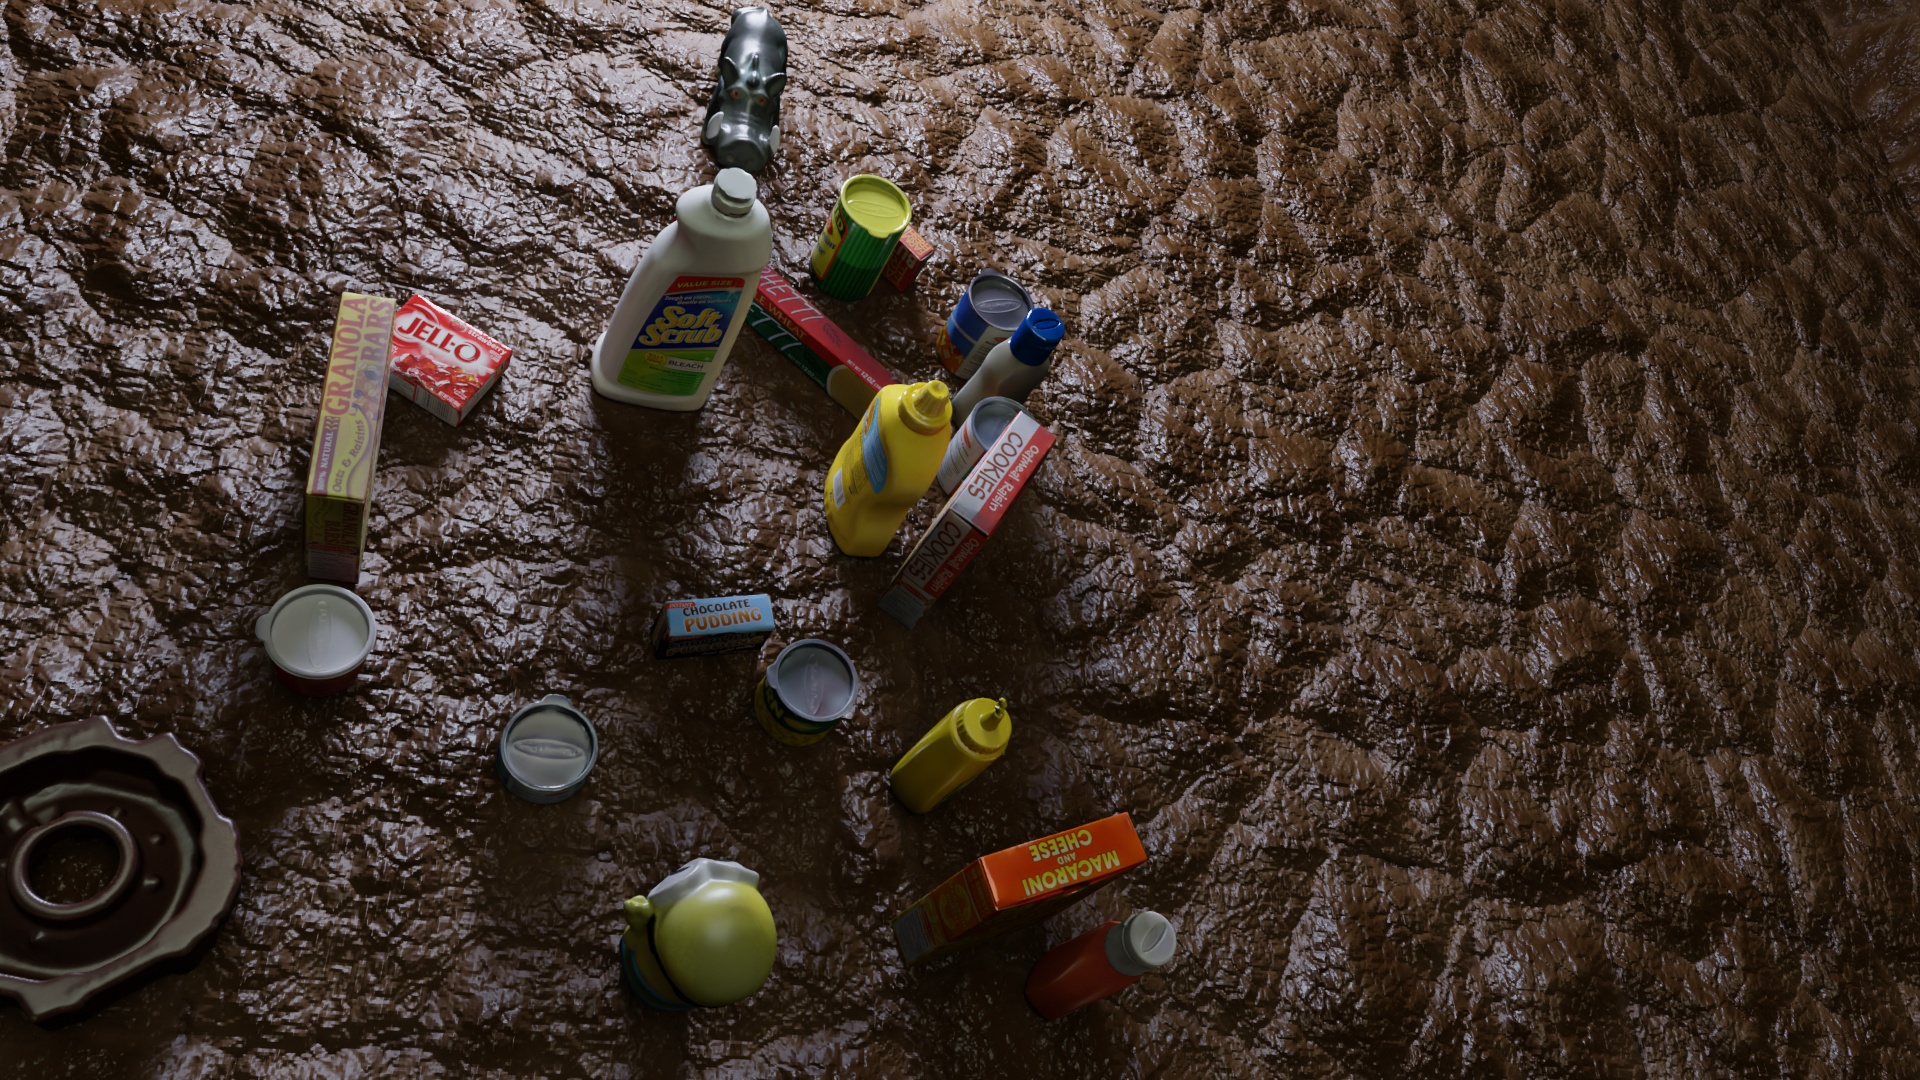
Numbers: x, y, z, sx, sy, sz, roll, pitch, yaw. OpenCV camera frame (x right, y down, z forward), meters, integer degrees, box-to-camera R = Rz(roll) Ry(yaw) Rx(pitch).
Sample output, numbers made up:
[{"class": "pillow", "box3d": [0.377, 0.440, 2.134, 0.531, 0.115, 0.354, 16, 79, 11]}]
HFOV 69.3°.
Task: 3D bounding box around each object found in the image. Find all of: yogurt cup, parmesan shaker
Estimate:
[{"class": "yogurt cup", "box3d": [-0.430, 0.071, 0.933, 0.072, 0.053, 0.073, 12, 58, -19]}, {"class": "parmesan shaker", "box3d": [-0.093, -0.271, 1.264, 0.071, 0.102, 0.071, 12, 58, -19]}]

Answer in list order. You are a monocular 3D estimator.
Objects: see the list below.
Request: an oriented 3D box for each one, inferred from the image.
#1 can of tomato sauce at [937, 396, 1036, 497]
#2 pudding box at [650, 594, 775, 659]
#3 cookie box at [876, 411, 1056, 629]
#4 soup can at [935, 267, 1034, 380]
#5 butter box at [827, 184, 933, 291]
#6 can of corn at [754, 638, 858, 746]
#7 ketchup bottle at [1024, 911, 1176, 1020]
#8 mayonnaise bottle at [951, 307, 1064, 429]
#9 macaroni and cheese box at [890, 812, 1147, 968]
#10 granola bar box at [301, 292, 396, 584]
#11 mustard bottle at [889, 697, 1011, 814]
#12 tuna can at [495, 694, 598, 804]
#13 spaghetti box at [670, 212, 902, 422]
[{"class": "can of tomato sauce", "box3d": [0.026, -0.076, 1.219, 0.071, 0.082, 0.071, 12, 58, -19]}, {"class": "pudding box", "box3d": [-0.188, 0.065, 1.055, 0.084, 0.049, 0.030, -3, 64, -27]}, {"class": "cookie box", "box3d": [0.004, -0.014, 1.120, 0.040, 0.166, 0.123, 36, 53, -3]}, {"class": "soup can", "box3d": [0.021, -0.200, 1.289, 0.071, 0.083, 0.071, 12, 58, -19]}, {"class": "butter box", "box3d": [-0.076, -0.289, 1.314, 0.103, 0.053, 0.024, 45, 53, 4]}, {"class": "can of corn", "box3d": [-0.120, 0.116, 1.052, 0.071, 0.058, 0.071, 12, 58, -19]}, {"class": "ketchup bottle", "box3d": [0.101, 0.301, 0.994, 0.043, 0.148, 0.065, 47, 53, 6]}, {"class": "mayonnaise bottle", "box3d": [0.045, -0.149, 1.230, 0.065, 0.147, 0.041, -15, 70, -31]}, {"class": "macaroni and cheese box", "box3d": [0.039, 0.250, 0.983, 0.124, 0.165, 0.040, -10, 67, -30]}, {"class": "granola bar box", "box3d": [-0.429, -0.071, 0.973, 0.039, 0.123, 0.166, 8, 59, -22]}, {"class": "mustard bottle", "box3d": [0.000, 0.153, 1.024, 0.065, 0.159, 0.049, -35, 81, -36]}, {"class": "tuna can", "box3d": [-0.289, 0.146, 0.970, 0.071, 0.032, 0.071, 12, 58, -19]}, {"class": "spaghetti box", "box3d": [-0.159, -0.199, 1.223, 0.250, 0.050, 0.029, 41, 53, 1]}]
